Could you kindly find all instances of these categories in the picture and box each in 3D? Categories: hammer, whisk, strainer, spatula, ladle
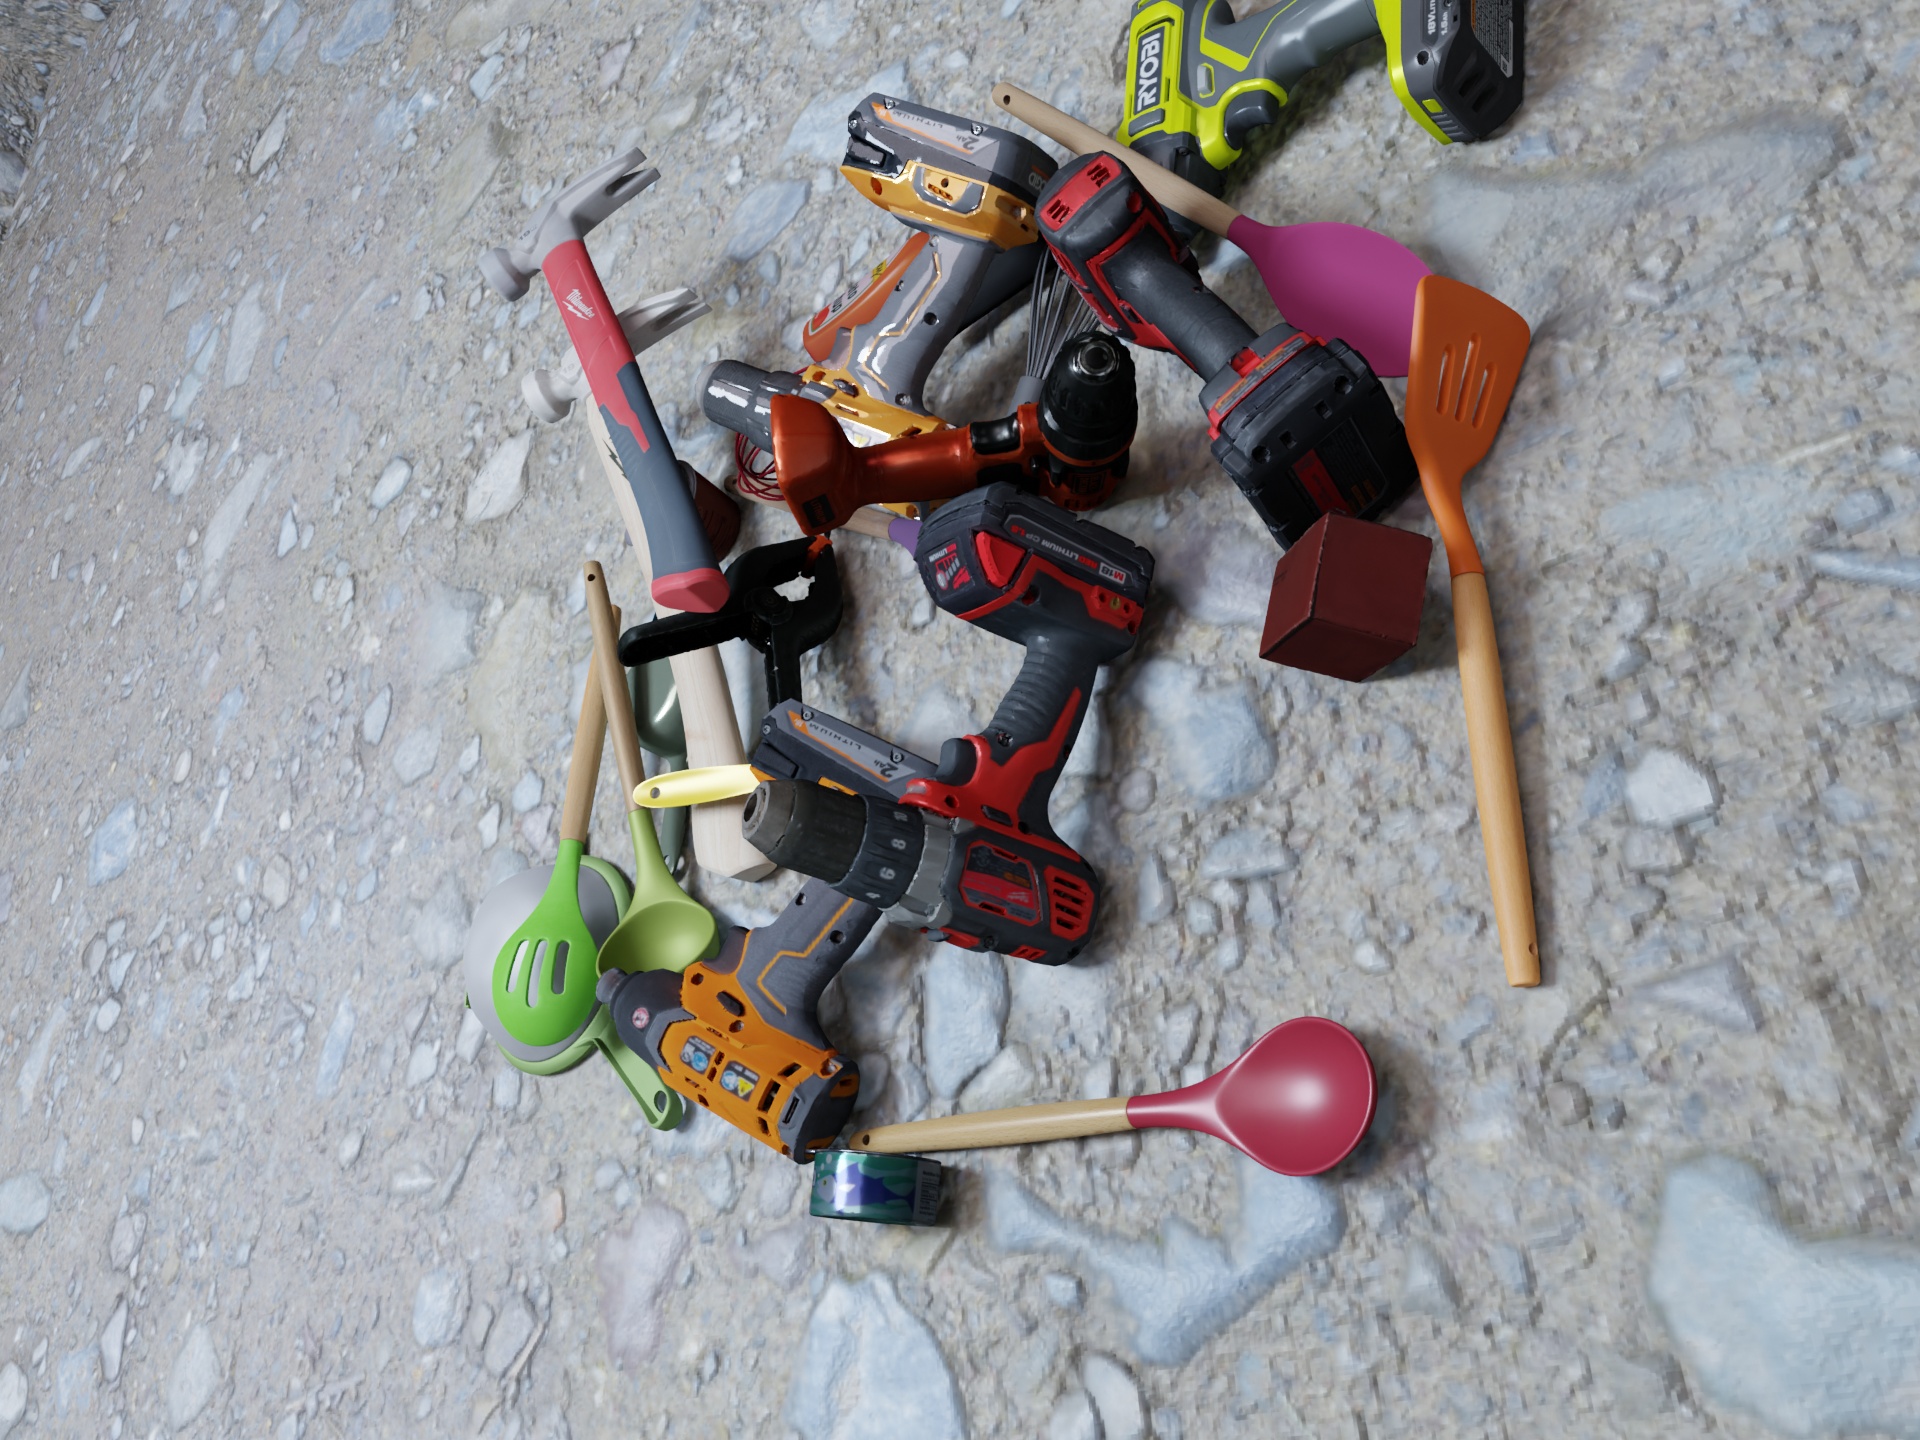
[{"bbox_3d":[-0.209,-0.223,1.032,0.143,0.038,0.387,-34,56,9],"label":"hammer"},{"bbox_3d":[-0.032,-0.239,1.022,0.296,0.073,0.073,-34,52,15],"label":"whisk"},{"bbox_3d":[-0.260,0.179,1.027,0.257,0.069,0.151,37,97,46],"label":"strainer"},{"bbox_3d":[-0.182,-0.092,1.046,0.146,0.038,0.411,-26,69,18],"label":"hammer"},{"bbox_3d":[0.044,-0.197,0.942,0.055,0.055,0.239,14,81,44],"label":"whisk"},{"bbox_3d":[0.237,-0.044,0.710,0.041,0.081,0.323,-26,59,51],"label":"spatula"},{"bbox_3d":[0.062,0.193,0.771,0.315,0.031,0.069,-17,58,37],"label":"ladle"},{"bbox_3d":[-0.216,0.032,1.027,0.078,0.062,0.320,-16,69,2],"label":"ladle"},{"bbox_3d":[-0.059,-0.125,1.024,0.316,0.018,0.060,22,82,44],"label":"spatula"}]

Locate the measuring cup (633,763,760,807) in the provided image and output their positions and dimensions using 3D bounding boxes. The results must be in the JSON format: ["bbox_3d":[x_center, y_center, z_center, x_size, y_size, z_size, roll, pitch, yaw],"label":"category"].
[{"bbox_3d":[-0.124,0.038,0.968,0.156,0.029,0.062,-8,74,18],"label":"measuring cup"}]

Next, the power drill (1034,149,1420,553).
[{"bbox_3d":[0.130,-0.186,0.810,0.078,0.143,0.220,-40,56,10],"label":"power drill"}]

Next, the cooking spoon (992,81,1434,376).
[{"bbox_3d":[0.131,-0.280,0.866,0.319,0.017,0.068,40,130,27],"label":"cooking spoon"}]

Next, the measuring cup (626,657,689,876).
[{"bbox_3d":[-0.201,0.025,1.065,0.083,0.038,0.168,-20,57,34],"label":"measuring cup"}]

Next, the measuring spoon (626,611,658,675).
[{"bbox_3d":[-0.228,-0.055,1.136,0.042,0.021,0.128,16,83,44],"label":"measuring spoon"}]

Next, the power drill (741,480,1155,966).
[{"bbox_3d":[-0.001,-0.003,0.807,0.080,0.187,0.227,-18,55,60],"label":"power drill"}]

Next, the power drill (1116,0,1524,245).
[{"bbox_3d":[0.186,-0.353,0.875,0.223,0.080,0.171,-8,71,42],"label":"power drill"}]

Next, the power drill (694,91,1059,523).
[{"bbox_3d":[-0.056,-0.251,0.957,0.185,0.084,0.226,24,101,21],"label":"power drill"}]

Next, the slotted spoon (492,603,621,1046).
[{"bbox_3d":[-0.253,0.057,1.045,0.070,0.031,0.314,-1,61,7],"label":"slotted spoon"}]

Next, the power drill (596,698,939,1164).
[{"bbox_3d":[-0.102,0.108,0.887,0.164,0.084,0.226,24,89,21],"label":"power drill"}]
